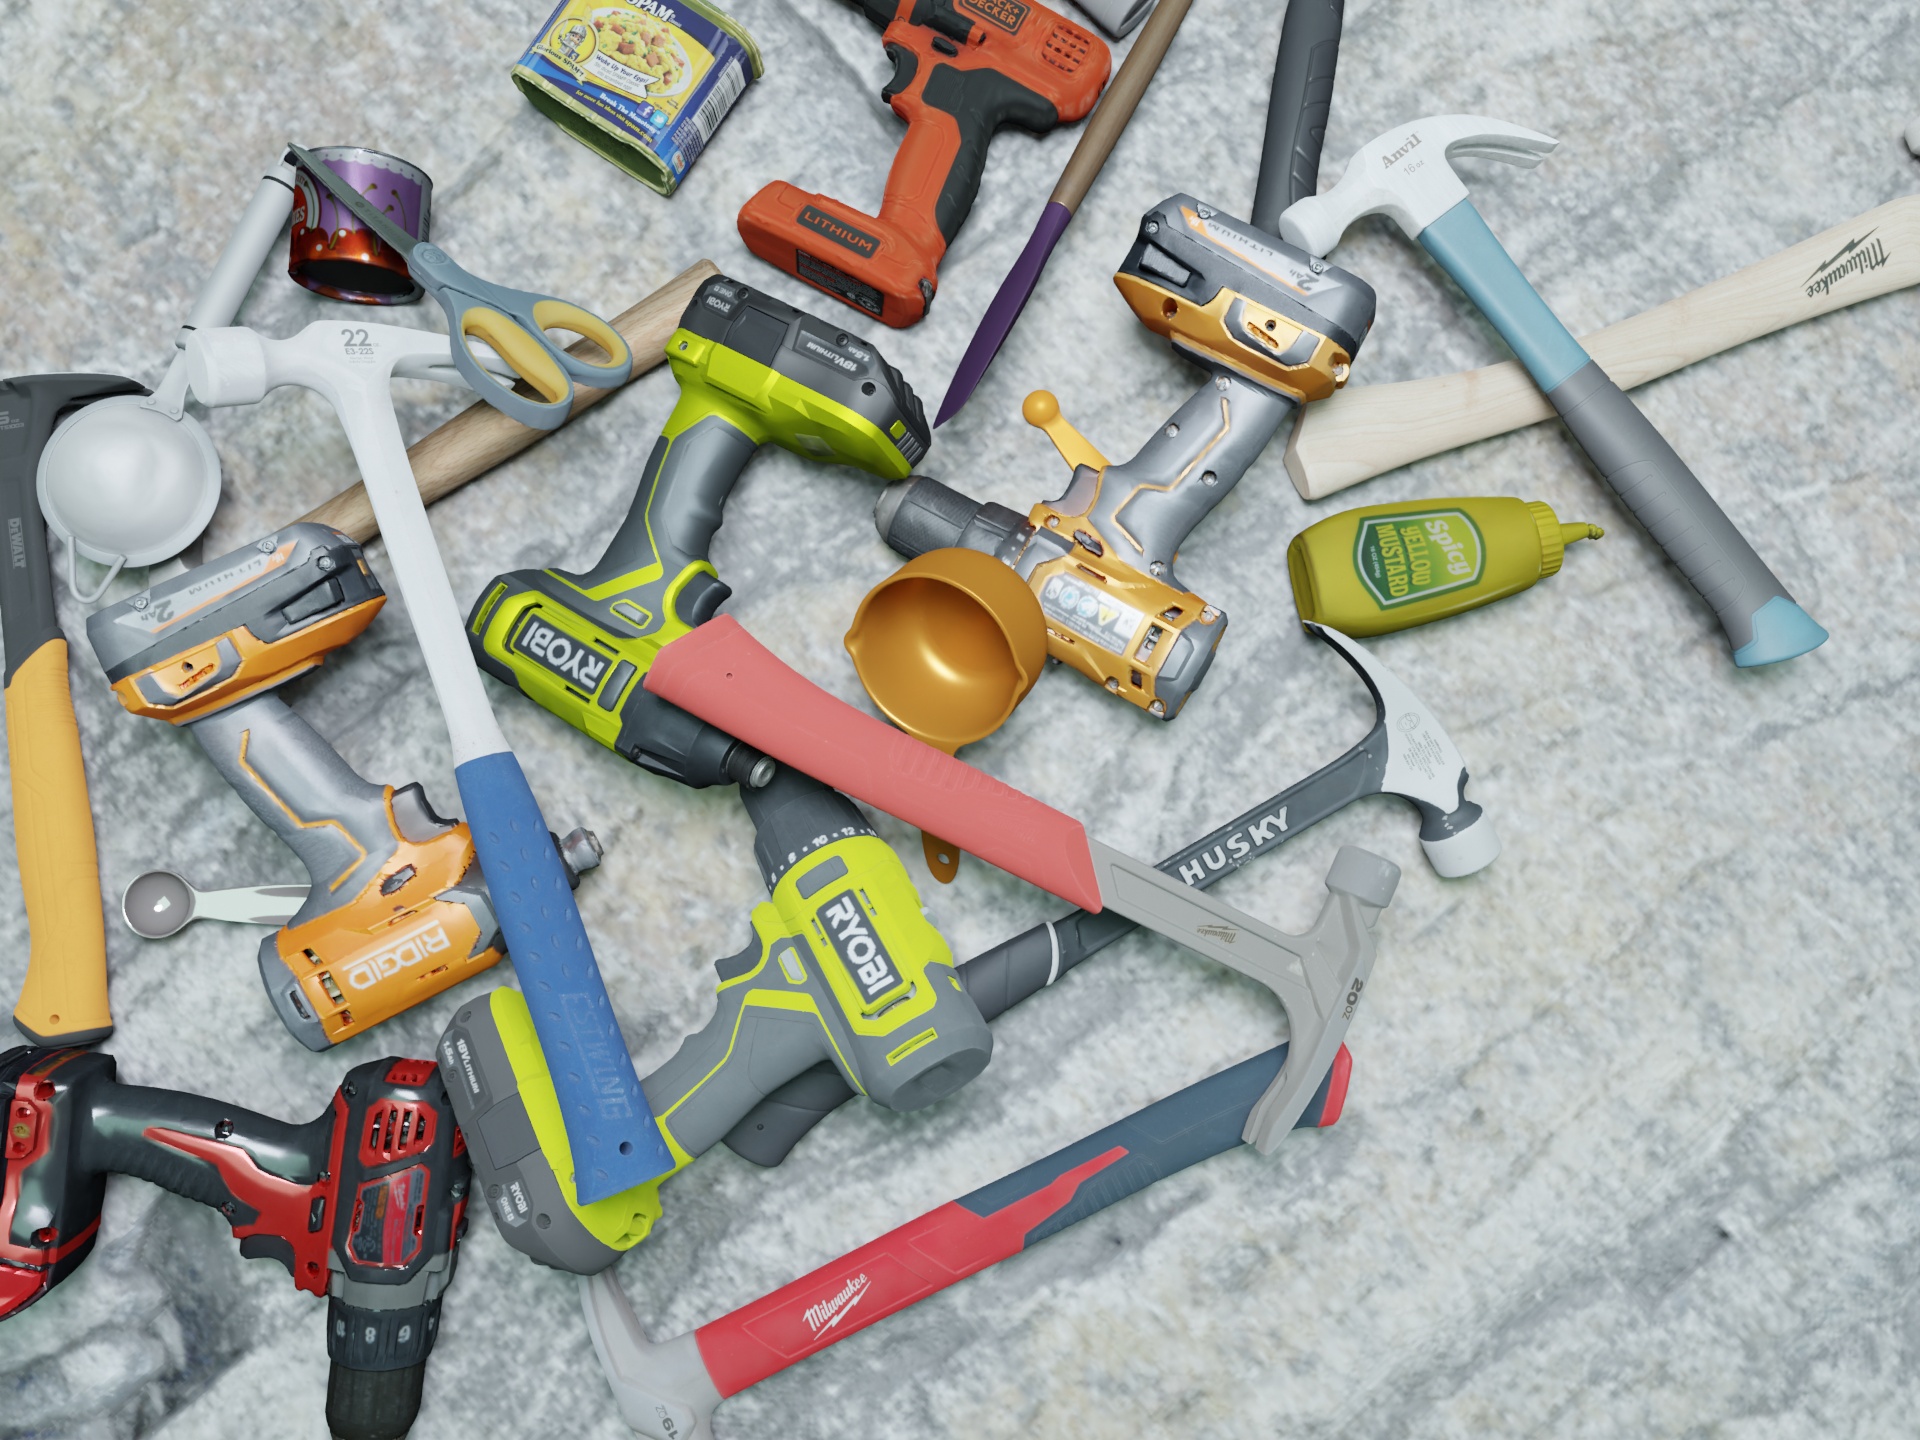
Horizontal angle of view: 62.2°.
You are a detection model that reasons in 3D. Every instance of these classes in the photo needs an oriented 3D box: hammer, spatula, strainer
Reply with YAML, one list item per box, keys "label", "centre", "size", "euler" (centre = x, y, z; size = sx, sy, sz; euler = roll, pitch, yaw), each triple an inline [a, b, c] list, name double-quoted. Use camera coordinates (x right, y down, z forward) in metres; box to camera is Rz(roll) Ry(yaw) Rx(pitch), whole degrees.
- label: "hammer"
  centre: [0.309, -0.159, 0.789]
  size: [0.128, 0.033, 0.331]
  euler: [-38, 89, -2]
- label: "spatula"
  centre: [0.060, -0.279, 0.815]
  size: [0.018, 0.060, 0.316]
  euler: [32, 75, -16]
- label: "hammer"
  centre: [0.058, 0.100, 0.780]
  size: [0.409, 0.036, 0.149]
  euler: [-30, 100, -1]
- label: "hammer"
  centre: [0.185, -0.391, 0.844]
  size: [0.146, 0.035, 0.335]
  euler: [10, 84, -1]
- label: "hammer"
  centre: [-0.450, -0.007, 0.793]
  size: [0.127, 0.034, 0.337]
  euler: [-9, 84, -1]
- label: "hammer"
  centre: [-0.260, -0.137, 0.811]
  size: [0.331, 0.031, 0.130]
  euler: [-34, 86, -5]
- label: "hammer"
  centre: [-0.206, 0.006, 0.695]
  size: [0.144, 0.035, 0.406]
  euler: [-14, 78, -38]
- label: "hammer"
  centre: [0.008, 0.231, 0.774]
  size: [0.386, 0.038, 0.143]
  euler: [-26, 84, -3]
- label: "hammer"
  centre: [0.368, -0.190, 0.825]
  size: [0.410, 0.038, 0.146]
  euler: [-20, 86, -3]
- label: "strainer"
  centre: [-0.382, -0.180, 0.784]
  size: [0.087, 0.050, 0.258]
  euler: [21, 75, -3]
- label: "hammer"
  centre: [0.022, 0.060, 0.722]
  size: [0.359, 0.037, 0.149]
  euler: [26, 86, -9]

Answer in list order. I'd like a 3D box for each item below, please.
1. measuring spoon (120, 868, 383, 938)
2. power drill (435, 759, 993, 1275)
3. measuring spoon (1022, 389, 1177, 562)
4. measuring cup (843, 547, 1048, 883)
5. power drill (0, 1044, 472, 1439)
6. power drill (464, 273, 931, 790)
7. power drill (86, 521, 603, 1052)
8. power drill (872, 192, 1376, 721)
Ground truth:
- label: "measuring spoon"
  centre: [-0.352, 0.092, 0.796]
  size: [0.124, 0.018, 0.034]
  euler: [2, 84, -8]
- label: "power drill"
  centre: [-0.120, 0.130, 0.745]
  size: [0.228, 0.080, 0.191]
  euler: [-32, 61, 0]
- label: "measuring spoon"
  centre: [0.073, -0.127, 0.825]
  size: [0.021, 0.011, 0.117]
  euler: [-40, 86, -5]
- label: "measuring cup"
  centre: [-0.001, -0.002, 0.778]
  size: [0.095, 0.052, 0.173]
  euler: [13, 124, 22]
- label: "power drill"
  centre: [-0.349, 0.246, 0.743]
  size: [0.226, 0.080, 0.188]
  euler: [7, 91, -8]
- label: "power drill"
  centre: [-0.117, -0.085, 0.768]
  size: [0.171, 0.080, 0.223]
  euler: [29, 86, 21]
- label: "power drill"
  centre: [-0.283, 0.024, 0.753]
  size: [0.164, 0.084, 0.226]
  euler: [-26, 101, -9]
- label: "power drill"
  centre: [0.077, -0.138, 0.783]
  size: [0.185, 0.084, 0.226]
  euler: [29, 98, 10]
